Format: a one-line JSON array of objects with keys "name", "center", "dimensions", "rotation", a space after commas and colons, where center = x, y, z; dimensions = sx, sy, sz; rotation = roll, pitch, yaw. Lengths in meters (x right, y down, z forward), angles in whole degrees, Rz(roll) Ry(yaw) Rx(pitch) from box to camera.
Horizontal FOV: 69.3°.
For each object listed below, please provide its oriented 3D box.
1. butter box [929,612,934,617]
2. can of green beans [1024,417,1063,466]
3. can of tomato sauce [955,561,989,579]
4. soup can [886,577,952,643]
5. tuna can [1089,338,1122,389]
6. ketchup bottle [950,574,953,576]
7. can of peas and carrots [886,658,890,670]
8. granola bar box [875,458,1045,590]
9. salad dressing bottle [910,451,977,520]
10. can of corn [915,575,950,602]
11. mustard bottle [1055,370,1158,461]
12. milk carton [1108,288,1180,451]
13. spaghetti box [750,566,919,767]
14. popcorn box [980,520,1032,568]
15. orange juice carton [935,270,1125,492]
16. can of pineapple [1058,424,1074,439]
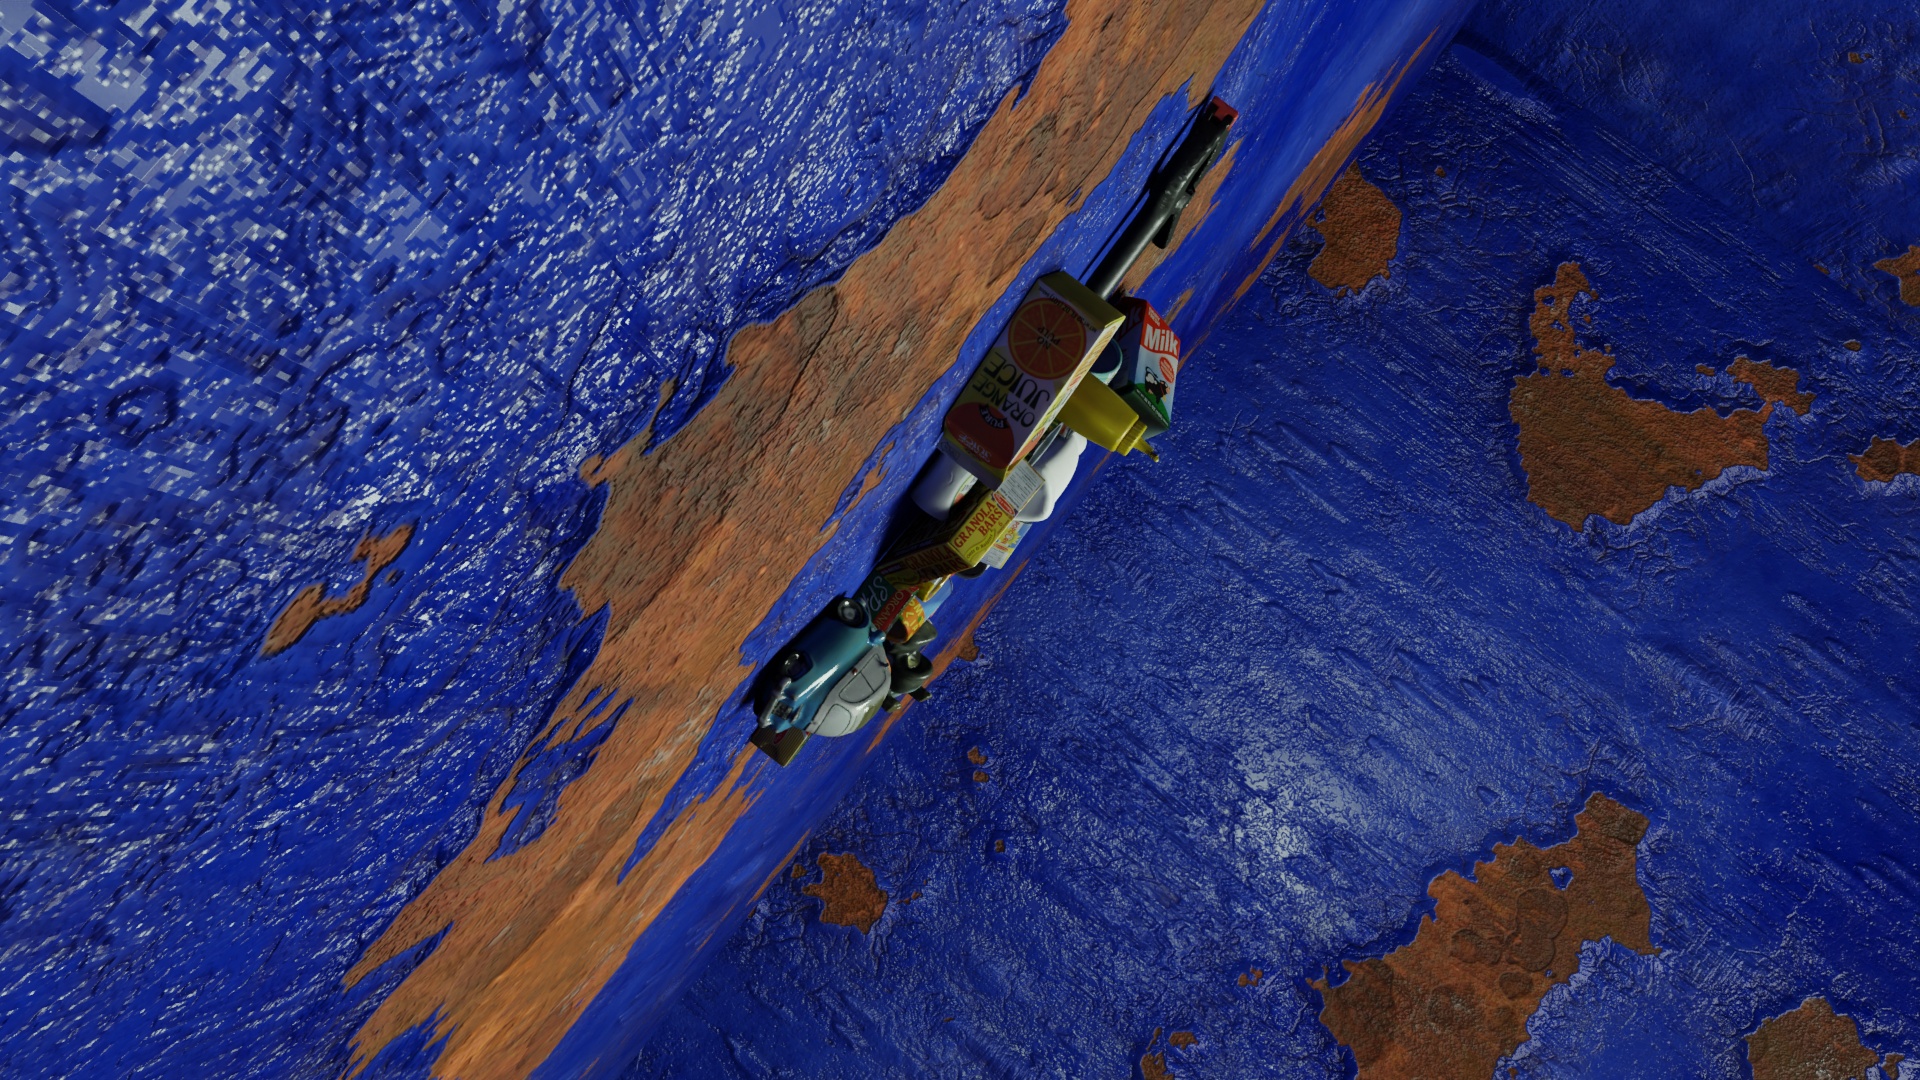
[{"name": "butter box", "center": [-0.049, 0.059, 1.646], "dimensions": [0.024, 0.053, 0.103], "rotation": [-52, 174, -12]}, {"name": "can of green beans", "center": [0.065, -0.115, 1.453], "dimensions": [0.071, 0.058, 0.071], "rotation": [-51, 174, -8]}, {"name": "can of tomato sauce", "center": [0.021, 0.000, 1.764], "dimensions": [0.070, 0.071, 0.083], "rotation": [-56, 172, 35]}, {"name": "soup can", "center": [-0.059, 0.065, 1.540], "dimensions": [0.084, 0.071, 0.071], "rotation": [-47, 172, -32]}, {"name": "tuna can", "center": [0.140, -0.192, 1.491], "dimensions": [0.071, 0.071, 0.032], "rotation": [-47, 171, -33]}, {"name": "ketchup bottle", "center": [-0.013, 0.011, 1.677], "dimensions": [0.065, 0.043, 0.148], "rotation": [-49, 175, -47]}, {"name": "can of peas and carrots", "center": [-0.122, 0.157, 1.606], "dimensions": [0.059, 0.071, 0.070], "rotation": [-46, 171, -43]}, {"name": "granola bar box", "center": [-0.003, -0.016, 1.374], "dimensions": [0.125, 0.039, 0.165], "rotation": [-50, -166, -26]}, {"name": "salad dressing bottle", "center": [0.012, -0.088, 1.297], "dimensions": [0.147, 0.044, 0.064], "rotation": [-53, 177, 14]}, {"name": "can of corn", "center": [-0.041, 0.025, 1.486], "dimensions": [0.071, 0.058, 0.071], "rotation": [-50, 173, -8]}, {"name": "mustard bottle", "center": [0.143, -0.132, 1.448], "dimensions": [0.049, 0.160, 0.065], "rotation": [-50, 175, -22]}, {"name": "milk carton", "center": [0.196, -0.201, 1.574], "dimensions": [0.073, 0.072, 0.191], "rotation": [-21, -140, 36]}, {"name": "spaghetti box", "center": [-0.134, 0.132, 1.473], "dimensions": [0.249, 0.050, 0.029], "rotation": [-53, 175, 14]}, {"name": "popcorn box", "center": [0.055, -0.039, 1.683], "dimensions": [0.127, 0.038, 0.084], "rotation": [-82, -161, -48]}, {"name": "orange juice carton", "center": [0.054, -0.134, 1.210], "dimensions": [0.192, 0.072, 0.073], "rotation": [-55, 173, 24]}, {"name": "can of pineapple", "center": [0.119, -0.159, 1.589], "dimensions": [0.071, 0.058, 0.071], "rotation": [-51, 174, -7]}]
